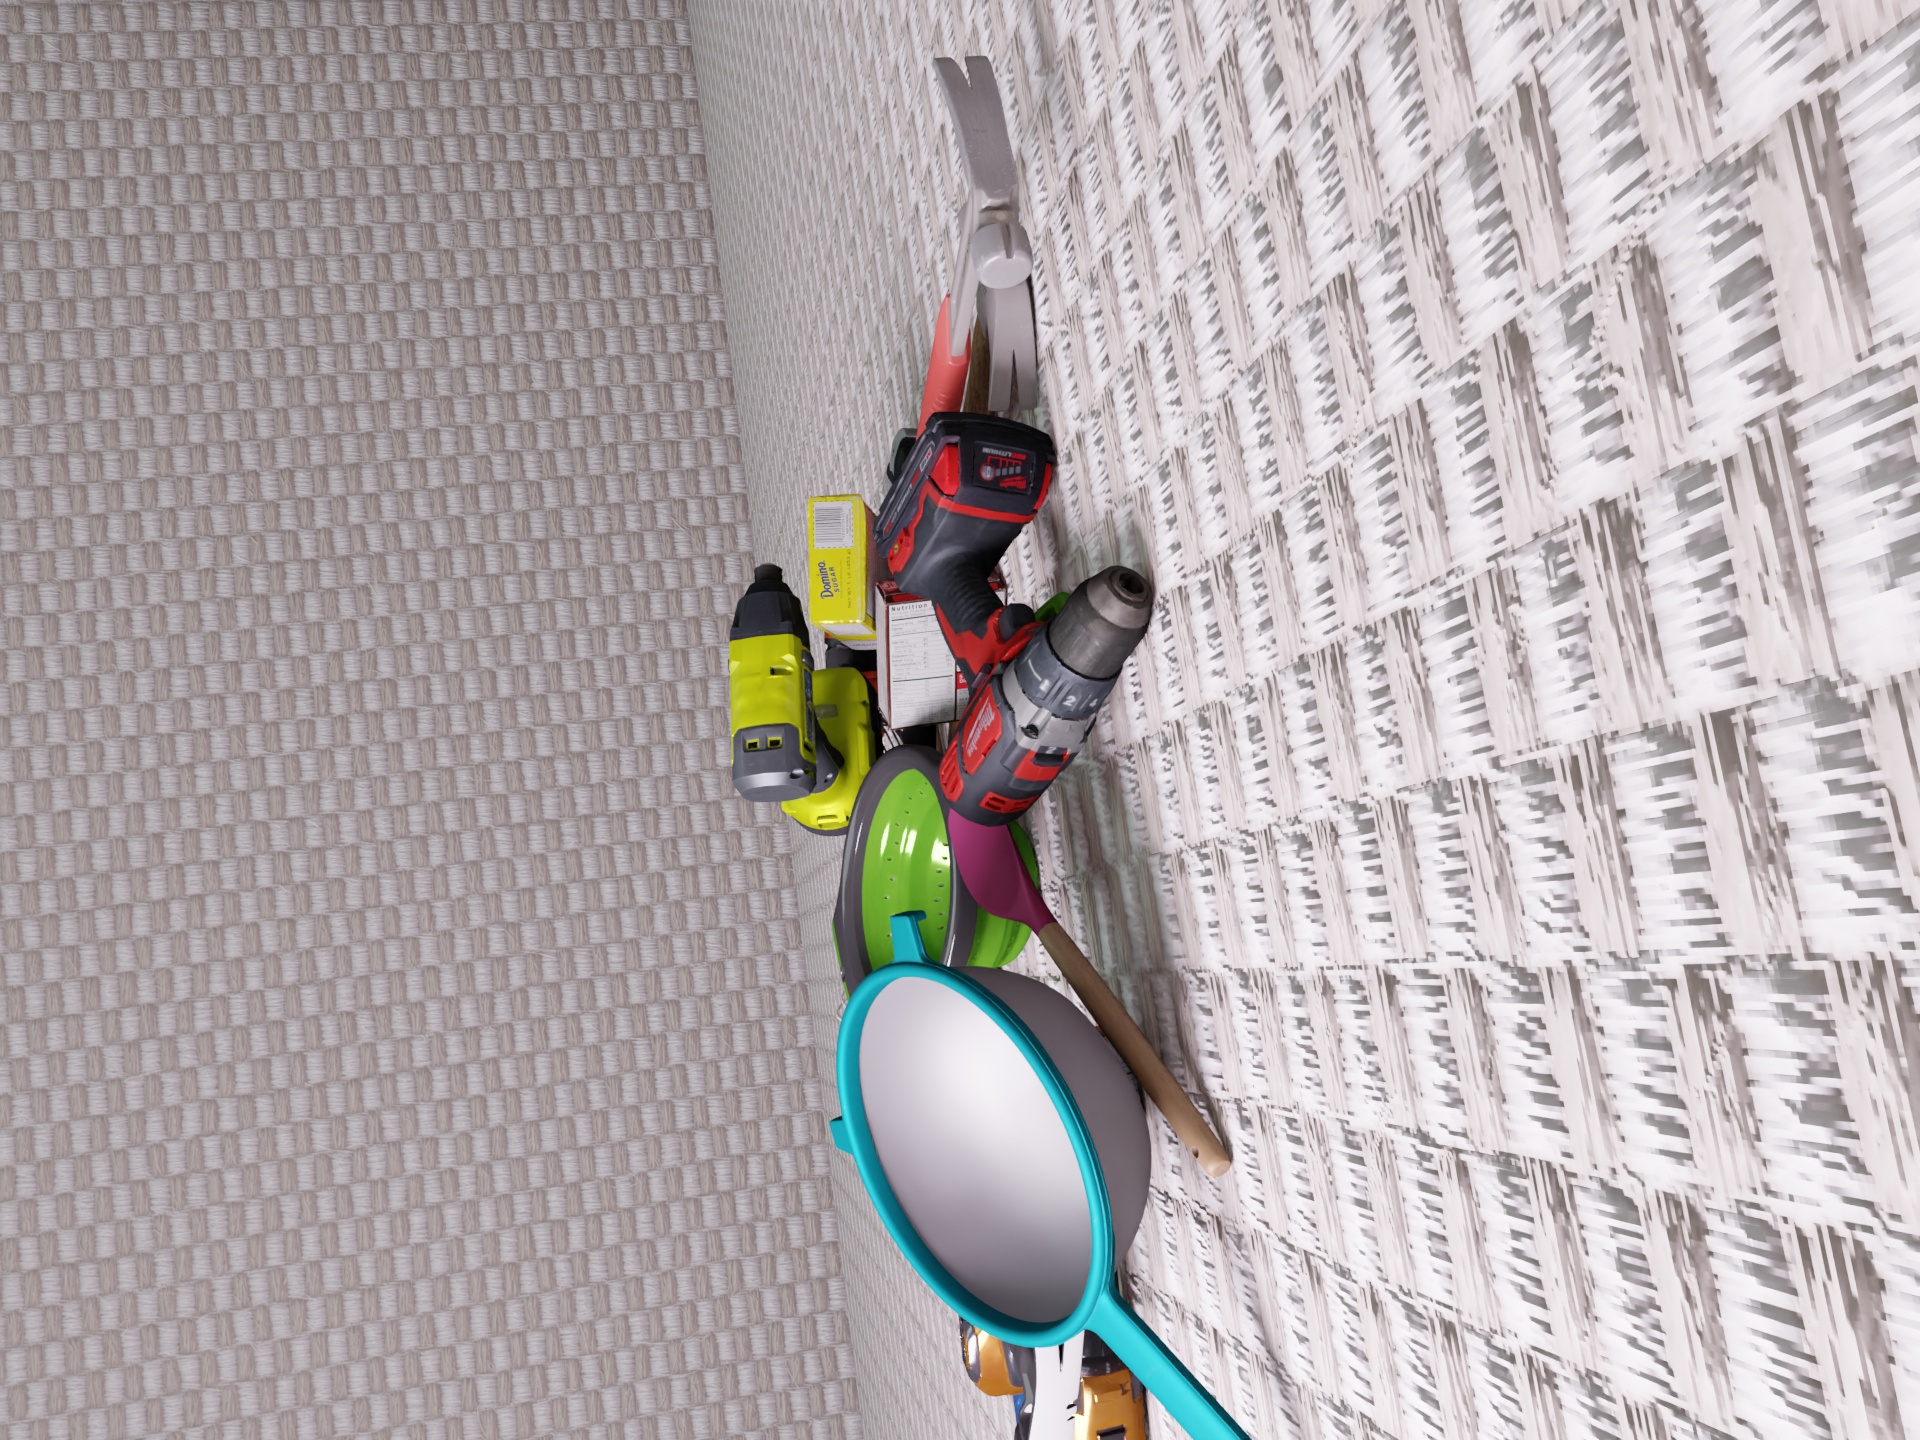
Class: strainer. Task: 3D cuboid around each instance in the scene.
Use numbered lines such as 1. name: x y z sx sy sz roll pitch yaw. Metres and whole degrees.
1. strainer: 0.072 0.253 0.821 0.341 0.095 0.210 43 133 31

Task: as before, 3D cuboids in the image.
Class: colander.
1. colander: 0.023 0.067 1.091 0.396 0.094 0.205 -61 35 40

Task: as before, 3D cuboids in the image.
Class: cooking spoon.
1. cooking spoon: 0.063 0.137 0.902 0.319 0.017 0.068 52 136 47

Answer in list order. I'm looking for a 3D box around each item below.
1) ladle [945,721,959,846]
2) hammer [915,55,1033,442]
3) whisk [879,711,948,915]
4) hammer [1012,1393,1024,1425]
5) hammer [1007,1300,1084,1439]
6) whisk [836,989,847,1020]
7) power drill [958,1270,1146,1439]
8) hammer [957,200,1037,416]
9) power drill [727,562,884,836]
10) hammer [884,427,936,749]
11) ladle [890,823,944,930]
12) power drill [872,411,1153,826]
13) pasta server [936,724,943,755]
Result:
1. ladle: -0.002 -0.004 1.283 0.315 0.031 0.069 98 153 -46
2. hammer: -0.009 -0.230 1.000 0.358 0.036 0.149 106 156 -63
3. whisk: -0.032 0.100 1.327 0.239 0.055 0.055 65 166 7
4. hammer: 0.021 0.395 1.363 0.144 0.035 0.406 102 158 -57
5. hammer: -0.005 0.306 1.021 0.337 0.034 0.127 -130 38 -56
6. whisk: -0.051 0.207 1.388 0.246 0.059 0.057 -49 -50 -68
7. power drill: 0.060 0.406 1.074 0.226 0.084 0.185 -169 74 -74
8. hammer: 0.010 -0.190 1.108 0.331 0.031 0.130 101 160 -57
9. power drill: -0.120 -0.007 1.209 0.223 0.080 0.171 60 -155 -71
10. hammer: -0.035 -0.078 1.298 0.146 0.035 0.335 131 138 -75
11. ladle: -0.045 0.147 1.435 0.320 0.062 0.078 -115 30 -70
12. power drill: 0.030 -0.076 0.911 0.187 0.080 0.227 -56 38 43
13. pasta server: -0.033 0.017 1.423 0.060 0.040 0.316 24 -124 -78
